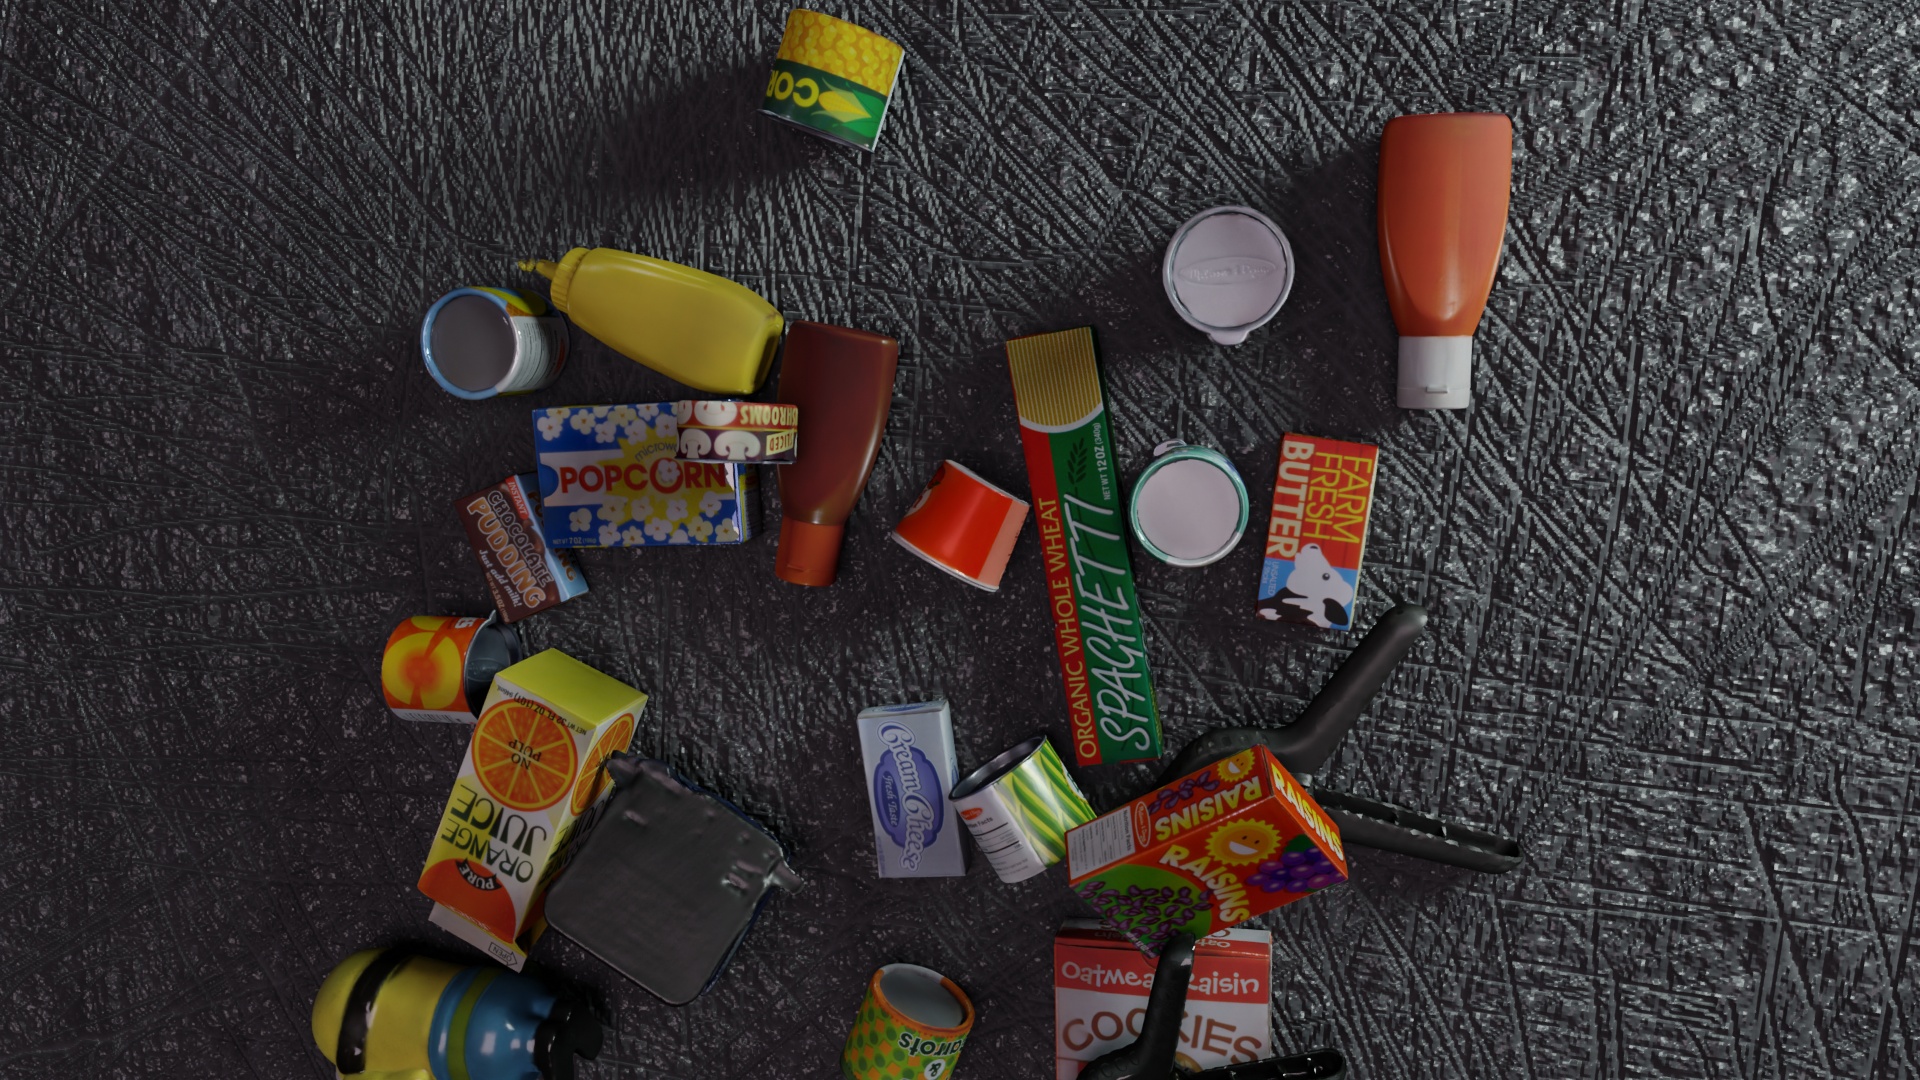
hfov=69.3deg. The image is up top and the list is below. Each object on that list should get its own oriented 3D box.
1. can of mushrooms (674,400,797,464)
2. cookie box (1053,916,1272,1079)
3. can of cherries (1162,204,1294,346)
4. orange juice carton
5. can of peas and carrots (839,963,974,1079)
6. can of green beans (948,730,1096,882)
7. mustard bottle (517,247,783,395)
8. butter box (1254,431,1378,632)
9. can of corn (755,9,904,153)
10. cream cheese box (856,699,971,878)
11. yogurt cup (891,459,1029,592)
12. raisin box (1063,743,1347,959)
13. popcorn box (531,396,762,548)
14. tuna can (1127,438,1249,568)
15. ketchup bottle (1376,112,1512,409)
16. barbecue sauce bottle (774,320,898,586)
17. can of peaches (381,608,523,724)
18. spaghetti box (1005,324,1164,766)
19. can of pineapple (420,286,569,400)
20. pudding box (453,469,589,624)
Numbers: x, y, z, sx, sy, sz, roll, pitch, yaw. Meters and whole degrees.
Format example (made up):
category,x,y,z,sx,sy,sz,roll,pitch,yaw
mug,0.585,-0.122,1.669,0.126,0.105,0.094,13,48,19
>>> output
category,x,y,z,sx,sy,sz,roll,pitch,yaw
can of mushrooms,-0.120,-0.059,0.759,0.071,0.071,0.033,4,94,11
cookie box,0.118,0.309,0.810,0.123,0.040,0.167,1,98,12
can of cherries,0.141,-0.139,0.734,0.071,0.058,0.071,2,98,11
orange juice carton,-0.269,0.171,0.856,0.072,0.073,0.192,25,103,7
can of peas and carrots,-0.030,0.296,0.825,0.071,0.071,0.058,23,102,8
can of green beans,0.036,0.153,0.793,0.071,0.071,0.058,-32,91,14
mustard bottle,-0.184,-0.137,0.808,0.160,0.049,0.065,23,102,9
butter box,0.194,-0.005,0.759,0.053,0.024,0.103,8,100,10
can of corn,-0.072,-0.250,0.757,0.071,0.071,0.058,21,101,8
cream cheese box,-0.027,0.149,0.827,0.053,0.024,0.103,-6,96,12
yogurt cup,0.003,-0.010,0.779,0.072,0.072,0.054,29,95,6
raisin box,0.130,0.168,0.741,0.123,0.040,0.086,-30,122,22
popcorn box,-0.185,-0.040,0.827,0.127,0.038,0.085,-2,99,12
tuna can,0.125,-0.021,0.767,0.071,0.033,0.071,2,99,11
ketchup bottle,0.248,-0.143,0.719,0.065,0.043,0.148,2,98,13
barbecue sauce bottle,-0.078,-0.049,0.800,0.065,0.044,0.148,13,101,13
can of peaches,-0.312,0.077,0.856,0.058,0.071,0.071,0,98,13
spaghetti box,0.072,0.005,0.784,0.050,0.029,0.249,-9,96,14
can of pineapple,-0.278,-0.118,0.825,0.071,0.058,0.071,2,99,12
pudding box,-0.269,0.004,0.854,0.049,0.030,0.083,-21,93,13
